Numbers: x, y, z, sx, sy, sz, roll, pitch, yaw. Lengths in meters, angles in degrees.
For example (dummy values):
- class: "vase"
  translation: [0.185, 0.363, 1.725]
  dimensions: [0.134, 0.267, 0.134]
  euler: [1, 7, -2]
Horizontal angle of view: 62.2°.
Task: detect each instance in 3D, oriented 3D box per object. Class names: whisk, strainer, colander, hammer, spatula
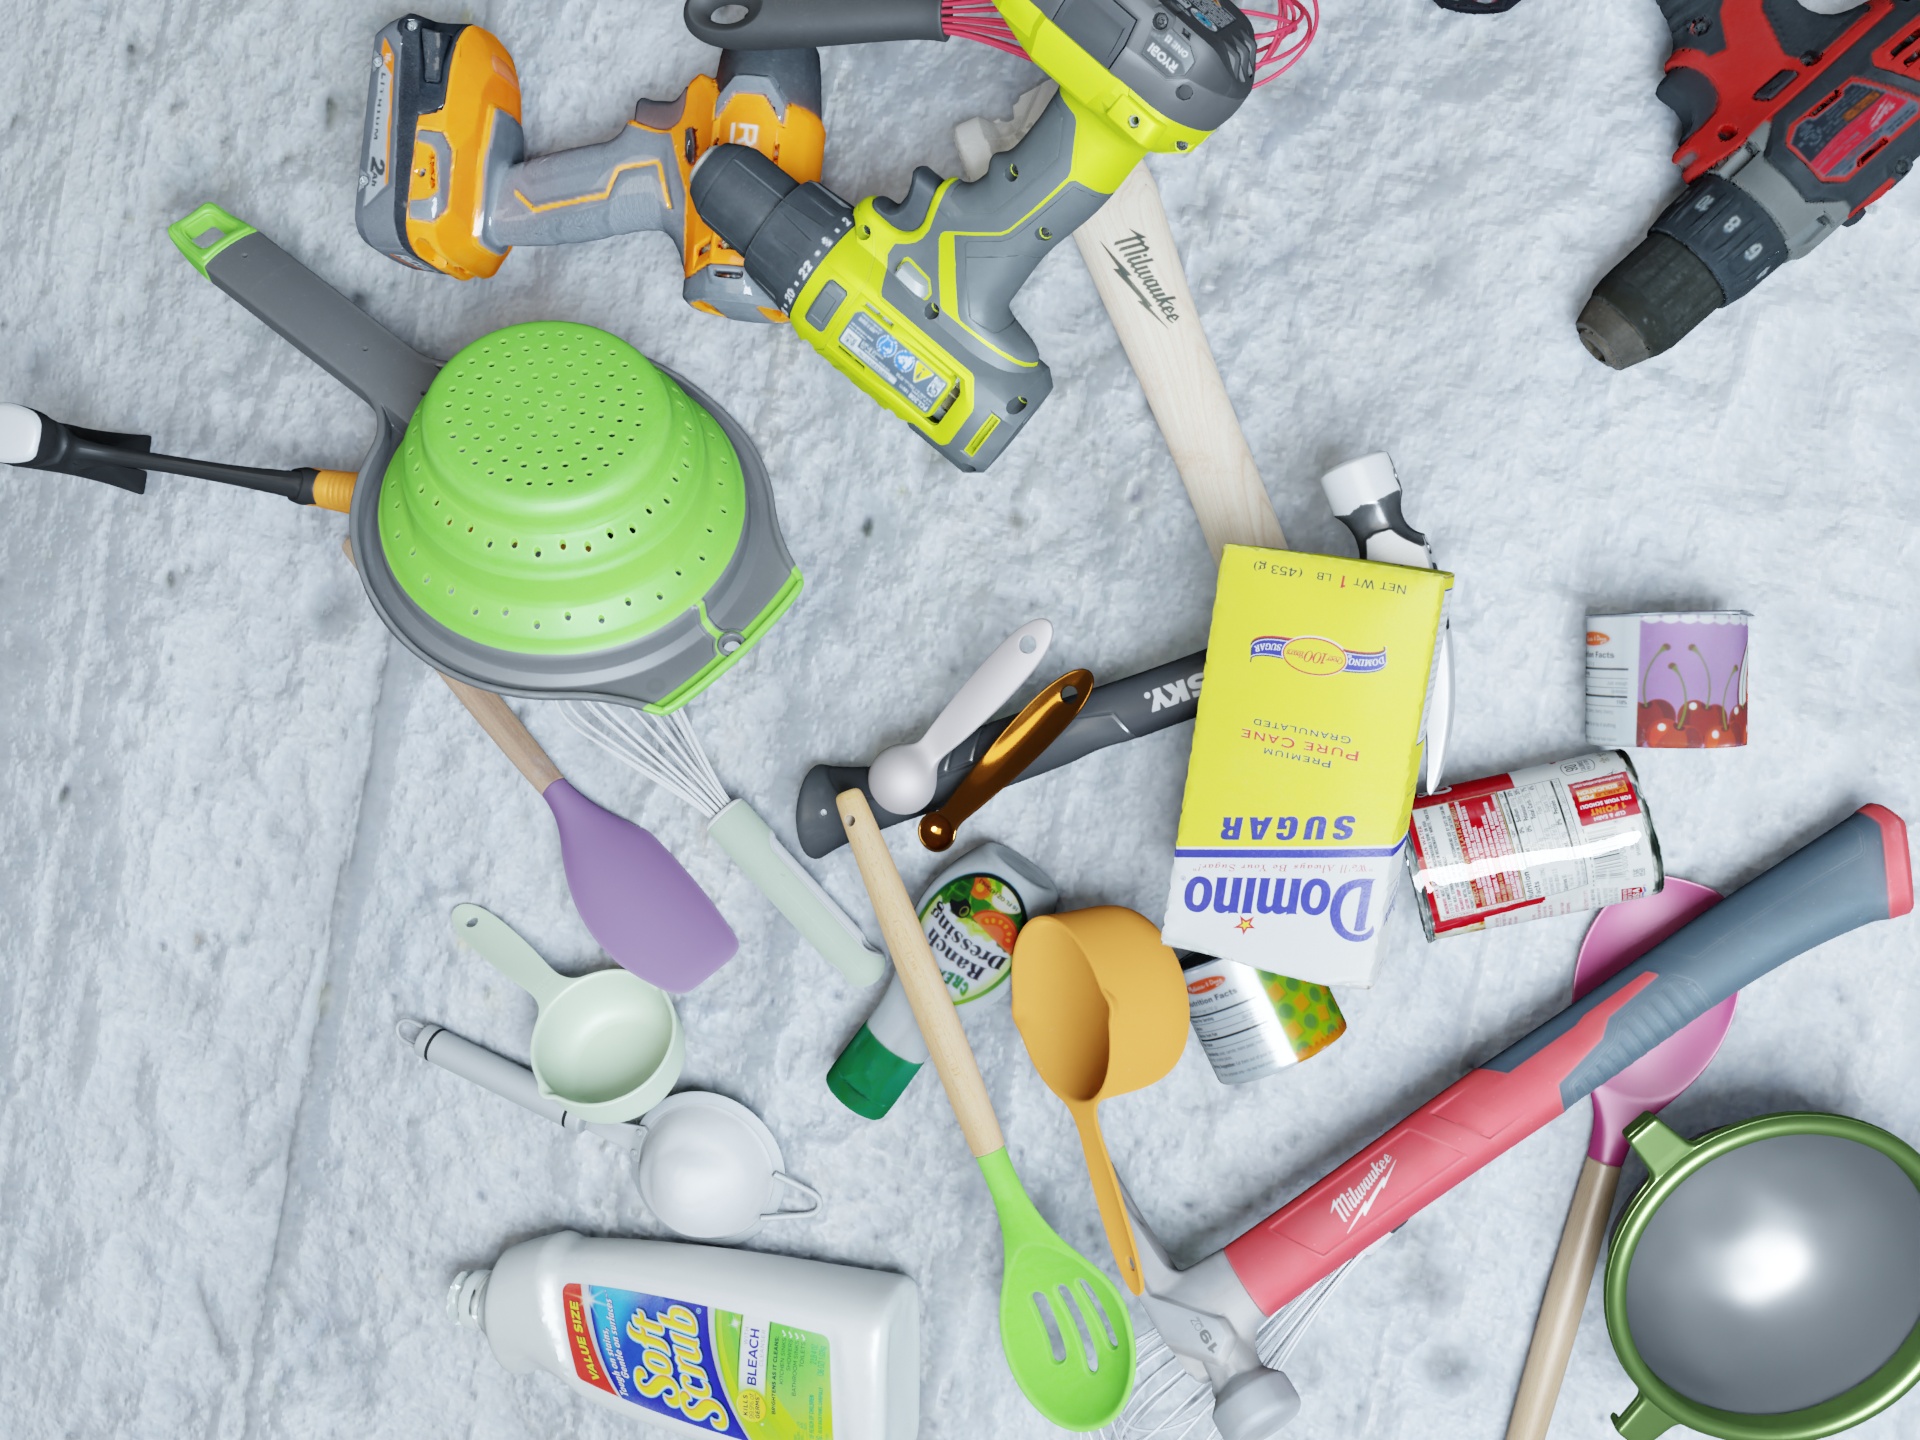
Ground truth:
- class: "whisk"
  translation: [0.167, 0.259, 0.745]
  dimensions: [0.284, 0.070, 0.070]
  euler: [-45, 81, 6]
- class: "strainer"
  translation: [-0.196, 0.214, 0.841]
  dimensions: [0.258, 0.050, 0.087]
  euler: [20, 104, 16]
- class: "colander"
  translation: [-0.254, -0.167, 0.771]
  dimensions: [0.397, 0.094, 0.204]
  euler: [37, 64, 13]
- class: "whisk"
  translation: [-0.125, 0.042, 0.815]
  dimensions: [0.059, 0.058, 0.246]
  euler: [-43, 86, 4]
- class: "whisk"
  translation: [0.012, -0.320, 0.722]
  dimensions: [0.296, 0.073, 0.073]
  euler: [6, 93, 13]
- class: "hammer"
  translation: [0.131, -0.120, 0.753]
  dimensions: [0.146, 0.038, 0.411]
  euler: [-20, 87, 12]
- class: "hammer"
  translation: [0.066, 0.005, 0.746]
  dimensions: [0.335, 0.035, 0.146]
  euler: [-21, 88, 23]
- class: "spatula"
  translation: [-0.235, 0.018, 0.850]
  dimensions: [0.060, 0.018, 0.316]
  euler: [-36, 78, -24]
- class: "strainer"
  translation: [0.394, 0.223, 0.687]
  dimensions: [0.256, 0.069, 0.151]
  euler: [-3, 102, -1]
- class: "hammer"
  translation: [0.239, 0.151, 0.707]
  dimensions: [0.386, 0.038, 0.143]
  euler: [-37, 55, 6]
- class: "hammer"
  translation: [-0.322, -0.119, 0.845]
  dimensions: [0.337, 0.127, 0.034]
  euler: [10, 92, 4]

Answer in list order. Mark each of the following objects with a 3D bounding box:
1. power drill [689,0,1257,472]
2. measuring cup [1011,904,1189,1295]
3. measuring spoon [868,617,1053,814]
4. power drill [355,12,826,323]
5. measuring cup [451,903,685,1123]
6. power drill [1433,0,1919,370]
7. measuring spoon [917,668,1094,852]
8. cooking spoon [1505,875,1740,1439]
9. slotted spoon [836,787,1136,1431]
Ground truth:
- class: "power drill"
  translation: [-0.003, -0.244, 0.691]
  dimensions: [0.190, 0.080, 0.228]
  euler: [40, 127, -3]
- class: "measuring cup"
  translation: [0.077, 0.169, 0.729]
  dimensions: [0.052, 0.095, 0.174]
  euler: [-11, 82, -27]
- class: "measuring spoon"
  translation: [-0.001, -0.002, 0.744]
  dimensions: [0.034, 0.018, 0.124]
  euler: [47, 109, 12]
- class: "power drill"
  translation: [-0.179, -0.295, 0.804]
  dimensions: [0.226, 0.084, 0.164]
  euler: [8, 93, 9]
- class: "measuring cup"
  translation: [-0.213, 0.150, 0.843]
  dimensions: [0.168, 0.038, 0.083]
  euler: [32, 64, 30]
- class: "power drill"
  translation: [0.294, -0.285, 0.690]
  dimensions: [0.188, 0.080, 0.227]
  euler: [-43, 85, 12]
- class: "measuring spoon"
  translation: [0.022, 0.019, 0.743]
  dimensions: [0.117, 0.011, 0.021]
  euler: [-47, 74, 16]
- class: "cooking spoon"
  translation: [0.288, 0.226, 0.730]
  dimensions: [0.069, 0.017, 0.319]
  euler: [15, 94, 17]
- class: "slotted spoon"
  translation: [0.006, 0.178, 0.751]
  dimensions: [0.070, 0.031, 0.314]
  euler: [-25, 85, 27]
